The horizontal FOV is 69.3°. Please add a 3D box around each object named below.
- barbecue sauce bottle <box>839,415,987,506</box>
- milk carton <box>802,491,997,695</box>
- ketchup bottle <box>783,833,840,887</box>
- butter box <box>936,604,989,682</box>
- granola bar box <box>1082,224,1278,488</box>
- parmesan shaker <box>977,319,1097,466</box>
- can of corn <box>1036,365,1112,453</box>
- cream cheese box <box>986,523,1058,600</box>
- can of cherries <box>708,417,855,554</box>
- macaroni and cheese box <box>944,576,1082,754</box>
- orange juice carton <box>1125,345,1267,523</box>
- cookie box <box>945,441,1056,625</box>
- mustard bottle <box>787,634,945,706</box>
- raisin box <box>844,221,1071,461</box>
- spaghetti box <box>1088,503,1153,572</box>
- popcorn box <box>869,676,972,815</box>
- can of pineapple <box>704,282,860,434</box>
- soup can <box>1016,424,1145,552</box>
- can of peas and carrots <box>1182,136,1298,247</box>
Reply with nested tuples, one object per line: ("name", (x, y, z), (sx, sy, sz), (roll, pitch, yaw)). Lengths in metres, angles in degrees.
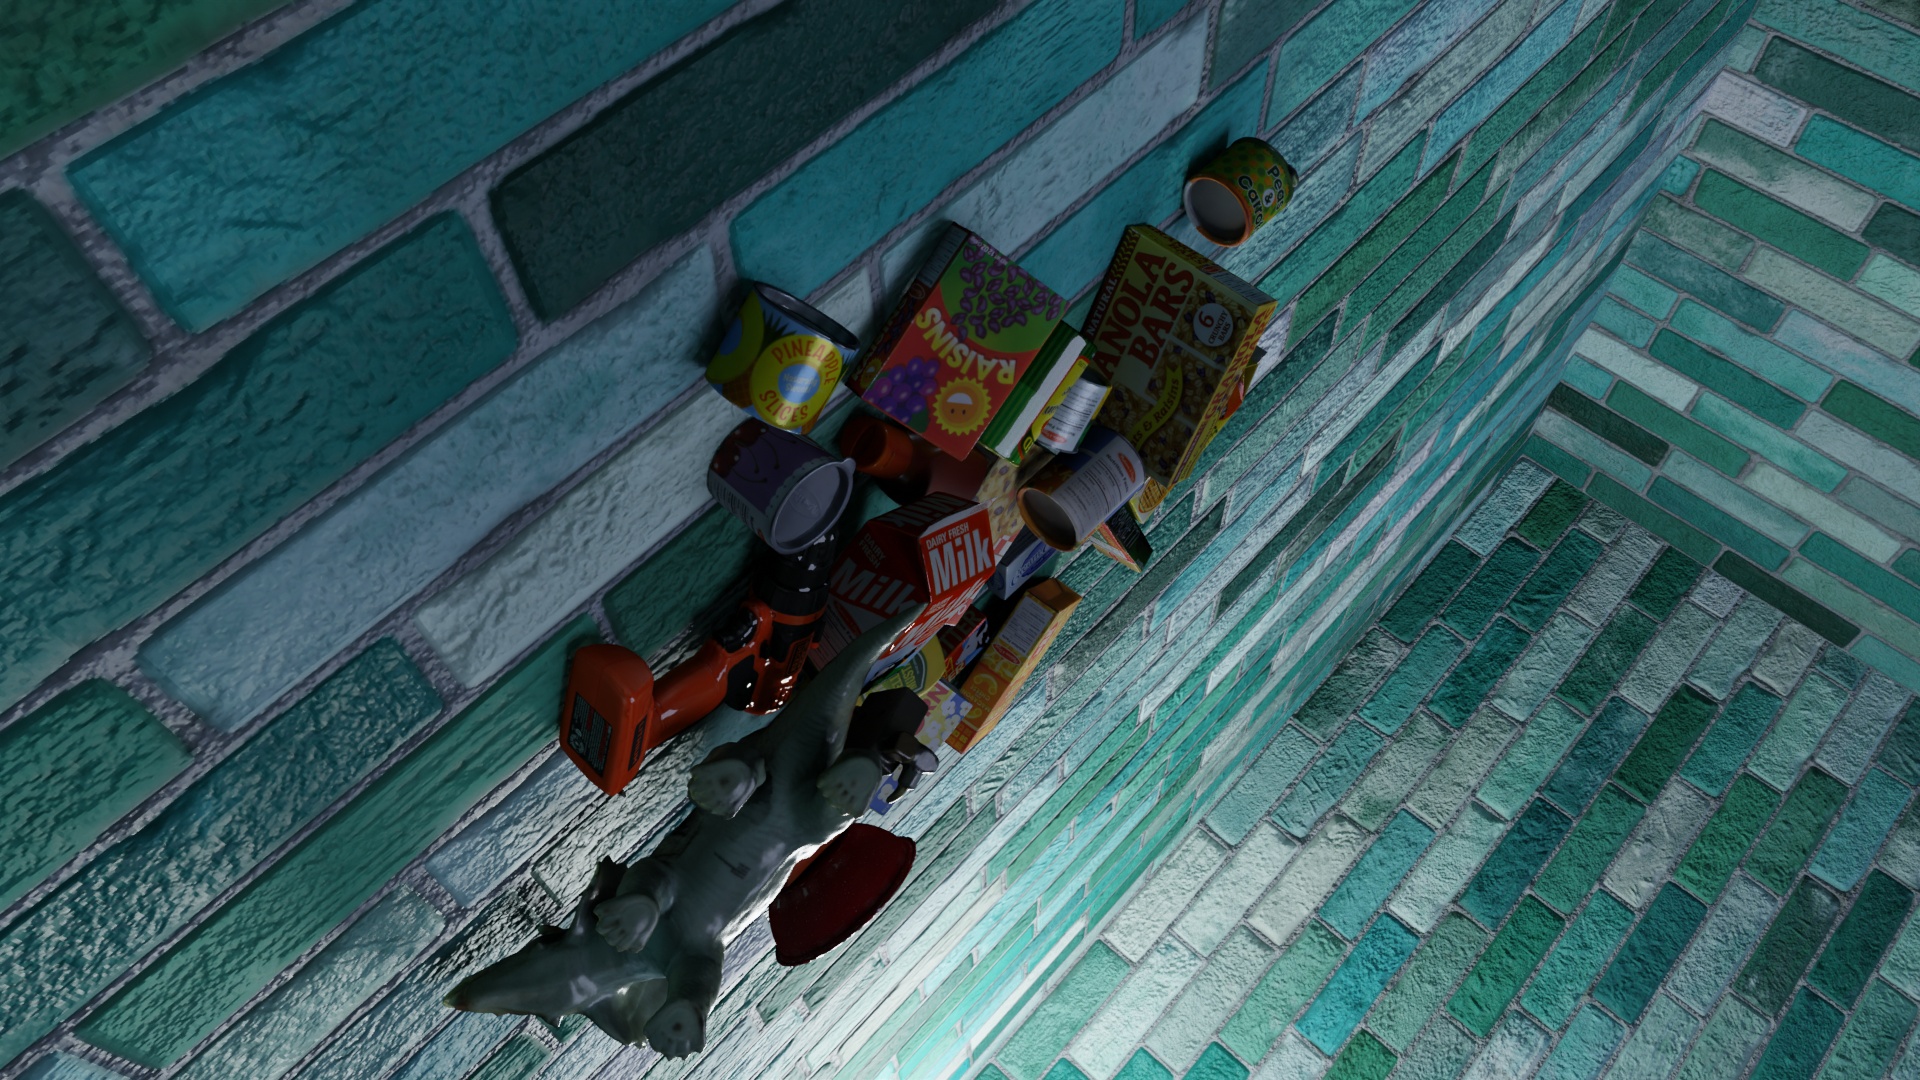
("barbecue sauce bottle", (-0.033, -0.053, 0.965), (0.065, 0.044, 0.148), (-55, 156, 7))
("milk carton", (-0.044, 0.032, 0.963), (0.072, 0.073, 0.189), (-26, 164, -45))
("ketchup bottle", (-0.116, 0.240, 1.234), (0.149, 0.043, 0.064), (-42, 164, -24))
("butter box", (-0.016, 0.108, 1.255), (0.104, 0.024, 0.053), (-44, 156, -19))
("granola bar box", (0.155, -0.144, 1.084), (0.039, 0.124, 0.164), (-23, 144, -50))
("parmesan shaker", (0.043, -0.113, 0.989), (0.103, 0.071, 0.071), (-55, 157, 7))
("can of corn", (0.073, -0.109, 1.060), (0.071, 0.071, 0.058), (-7, 130, -59))
("cream cheese box", (0.066, 0.003, 1.259), (0.104, 0.024, 0.053), (-41, 153, -26))
("can of cherries", (-0.106, -0.036, 0.834), (0.072, 0.058, 0.071), (-40, 153, -25))
("macaroni and cheese box", (0.046, 0.118, 1.341), (0.166, 0.040, 0.124), (-57, 169, 12))
("orange juice carton", (0.192, -0.117, 1.260), (0.193, 0.072, 0.073), (-50, 157, -4))
("cookie box", (0.004, -0.014, 1.098), (0.167, 0.040, 0.123), (-56, 157, 6))
("mustard bottle", (-0.085, 0.118, 1.092), (0.161, 0.049, 0.065), (-31, 110, -32))
("raisin box", (-0.002, -0.124, 0.875), (0.086, 0.040, 0.123), (30, 98, -29))
("spaghetti box", (0.132, -0.016, 1.261), (0.029, 0.050, 0.249), (-61, 161, -4))
("popcorn box", (-0.061, 0.163, 1.188), (0.127, 0.038, 0.085), (-51, 126, -3))
("can of pineapple", (-0.096, -0.097, 0.751), (0.057, 0.071, 0.071), (-58, 156, 14))
("soup can", (0.093, -0.041, 1.095), (0.084, 0.071, 0.071), (-41, 155, -27))
("can of peas and carrots", (0.219, -0.272, 1.088), (0.059, 0.071, 0.070), (-41, 155, -22))
